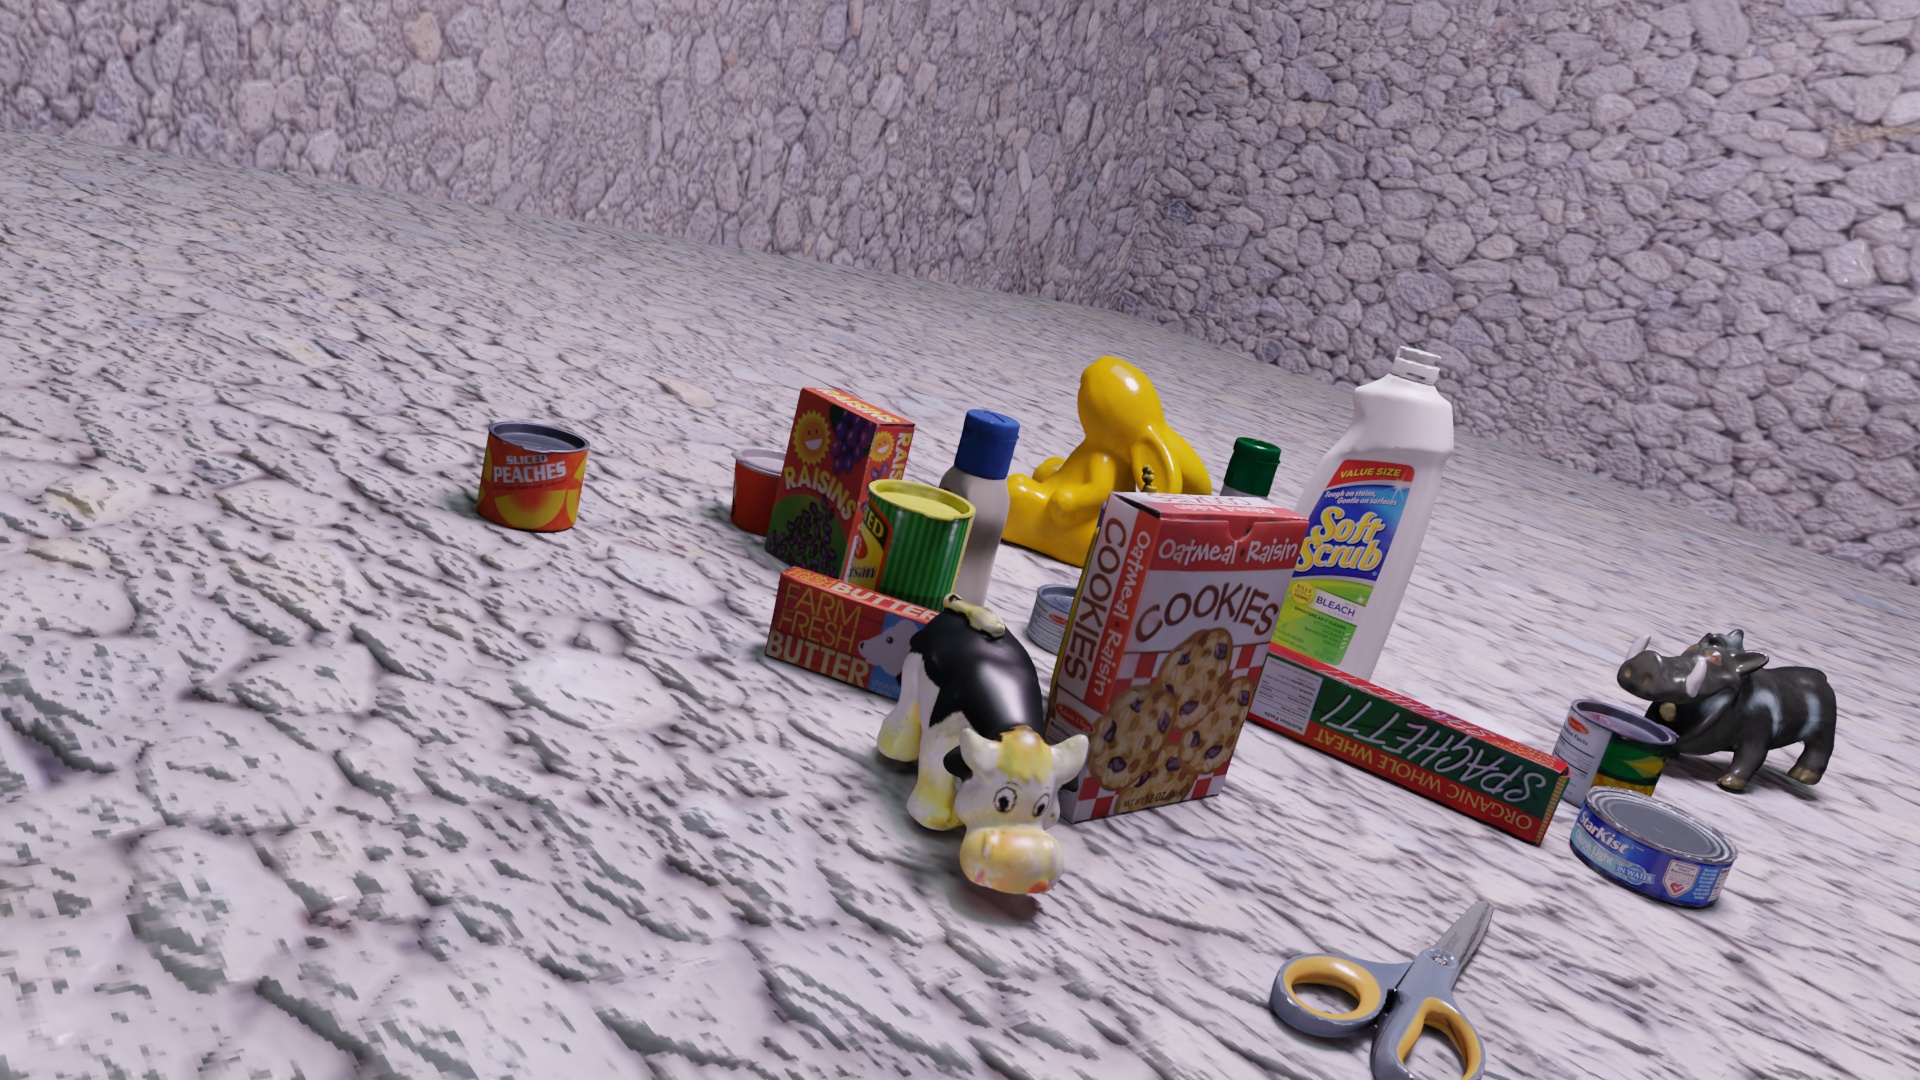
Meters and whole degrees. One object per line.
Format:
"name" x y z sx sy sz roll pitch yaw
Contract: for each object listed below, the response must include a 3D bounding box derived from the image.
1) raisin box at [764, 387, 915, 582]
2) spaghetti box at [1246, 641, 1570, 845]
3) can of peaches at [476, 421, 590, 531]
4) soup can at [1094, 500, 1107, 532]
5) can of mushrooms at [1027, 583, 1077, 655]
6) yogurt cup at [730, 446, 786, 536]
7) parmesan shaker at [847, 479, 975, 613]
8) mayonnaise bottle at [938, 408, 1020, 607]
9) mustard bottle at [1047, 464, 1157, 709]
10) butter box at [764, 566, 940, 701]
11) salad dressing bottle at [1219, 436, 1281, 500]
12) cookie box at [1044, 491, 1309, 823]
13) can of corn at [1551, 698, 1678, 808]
"raisin box" -0.085 -0.036 0.968 0.040 0.123 0.086 -1 22 -46
"spaghetti box" 0.253 0.115 0.881 0.250 0.050 0.029 23 17 27
"can of peaches" -0.286 -0.042 0.929 0.071 0.058 0.071 14 15 -4
"soup can" 0.127 0.020 1.037 0.071 0.083 0.071 14 15 -4
"can of mushrooms" 0.083 0.057 0.961 0.071 0.033 0.071 14 15 -4
"yogurt cup" -0.141 -0.035 1.045 0.072 0.053 0.072 14 15 -4
"parmesan shaker" -0.034 0.022 0.846 0.071 0.102 0.071 14 15 -4
"mayonnaise bottle" 0.003 -0.011 0.915 0.041 0.147 0.065 7 17 -27
"mustard bottle" 0.092 0.033 0.816 0.049 0.159 0.065 17 15 9
"butter box" -0.060 0.055 0.802 0.103 0.053 0.024 18 15 12
"salad dressing bottle" 0.213 -0.007 1.092 0.044 0.147 0.064 16 15 5
"cookie box" 0.110 0.059 0.729 0.123 0.167 0.040 1 20 -42
"can of corn" 0.431 0.146 0.921 0.071 0.058 0.071 14 15 -4
